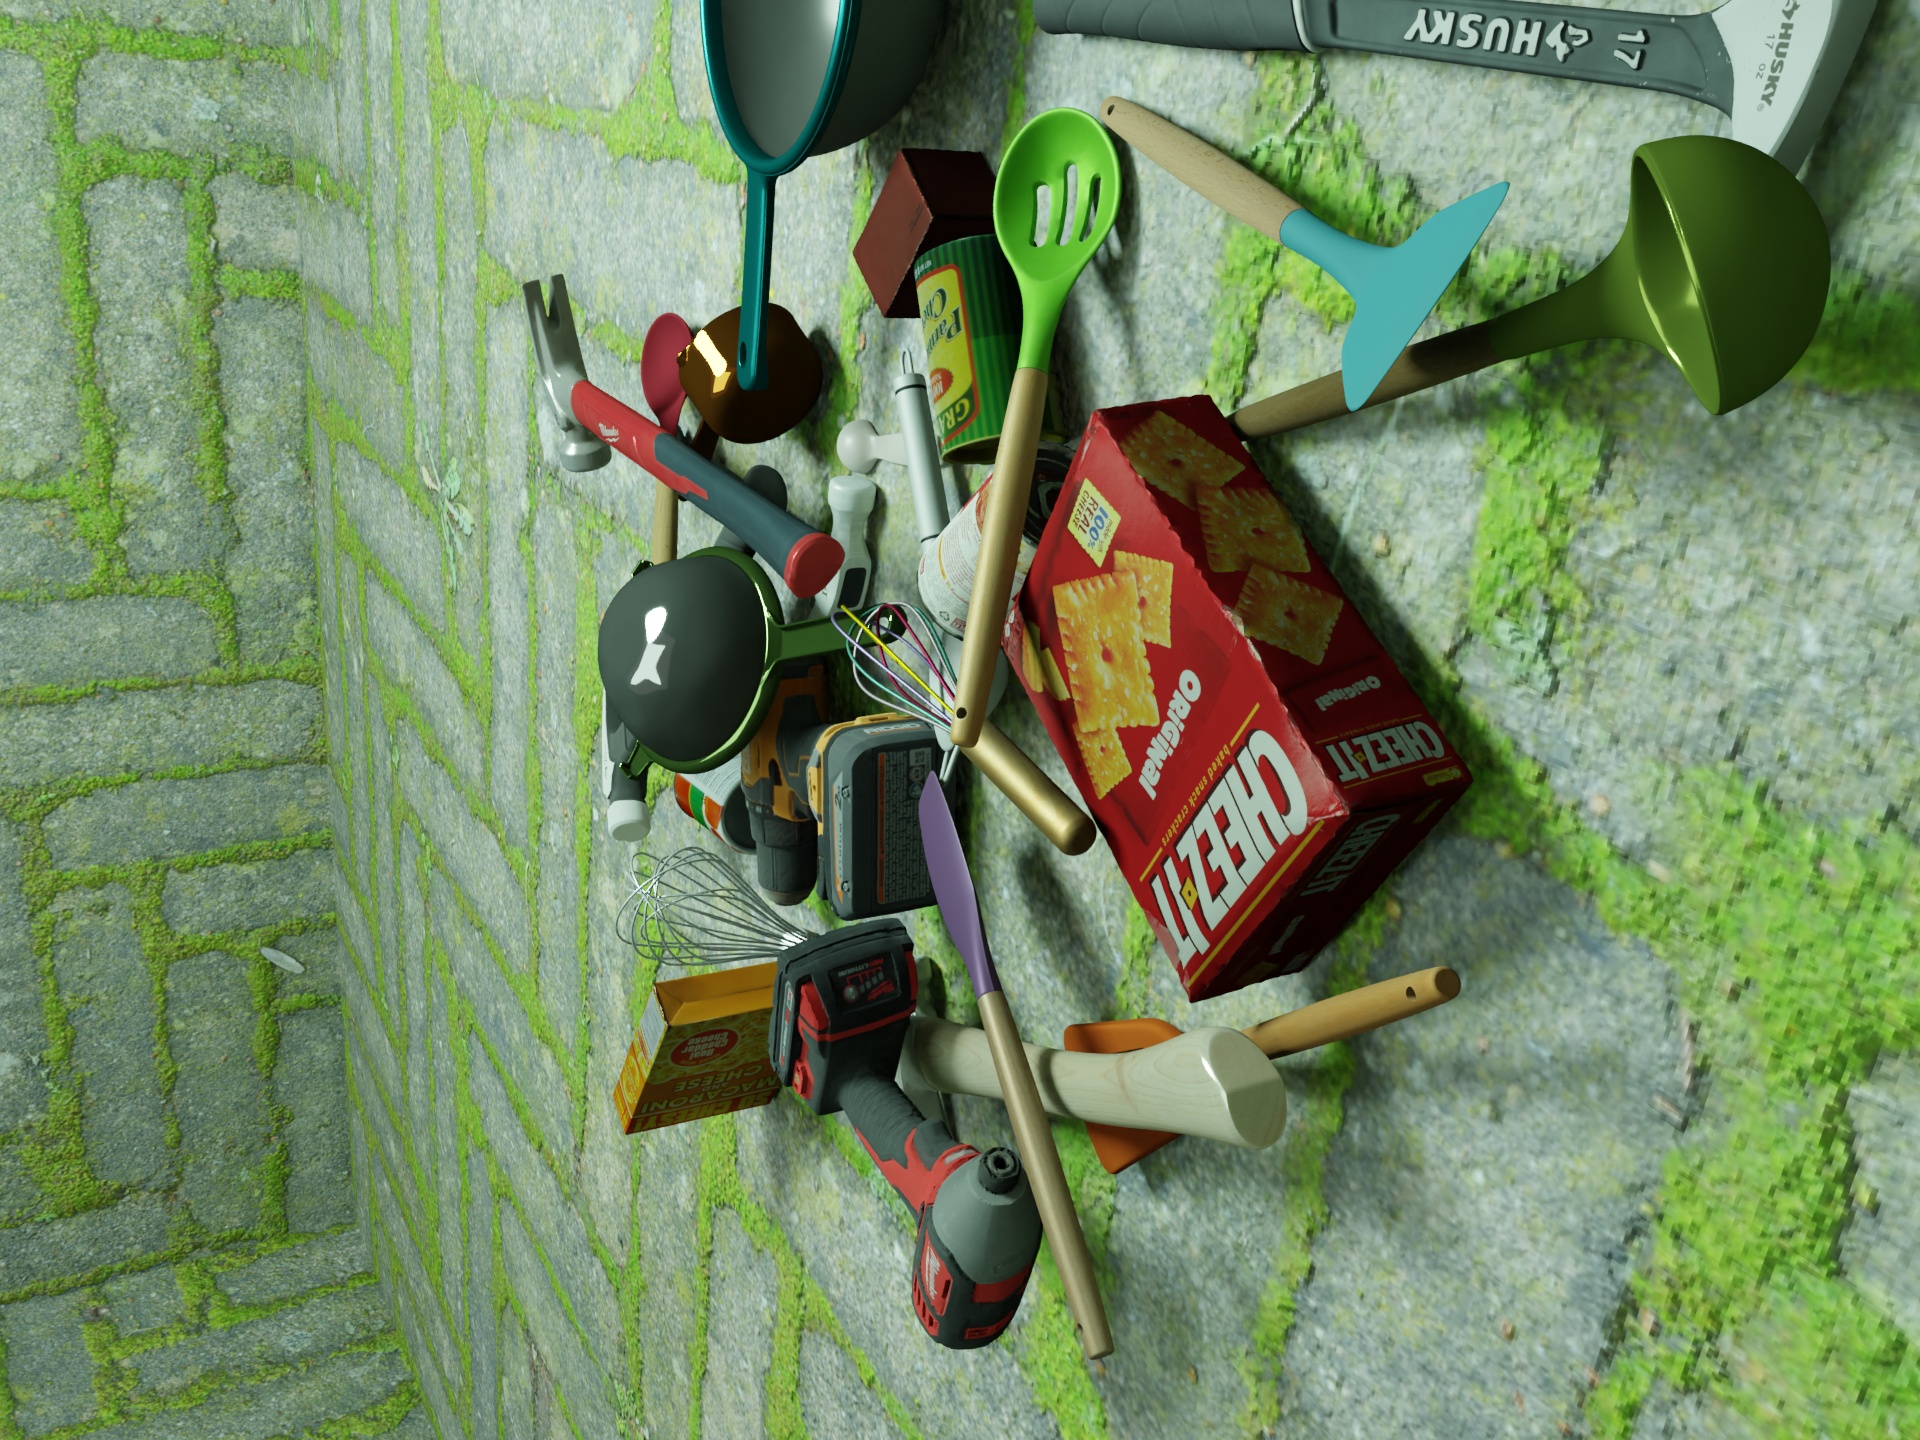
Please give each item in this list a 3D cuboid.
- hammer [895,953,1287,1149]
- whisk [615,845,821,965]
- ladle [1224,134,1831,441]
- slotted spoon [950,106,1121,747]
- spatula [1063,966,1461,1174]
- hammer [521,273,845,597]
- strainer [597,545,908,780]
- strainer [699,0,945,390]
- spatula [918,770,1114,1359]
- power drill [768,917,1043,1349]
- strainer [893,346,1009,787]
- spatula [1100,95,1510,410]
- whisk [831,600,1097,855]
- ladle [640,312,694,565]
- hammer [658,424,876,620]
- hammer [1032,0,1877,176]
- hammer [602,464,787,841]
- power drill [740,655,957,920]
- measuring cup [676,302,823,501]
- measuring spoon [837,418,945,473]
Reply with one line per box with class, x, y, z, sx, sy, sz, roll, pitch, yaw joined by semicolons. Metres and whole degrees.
hammer;0.046;0.198;0.842;0.410;0.038;0.146;161;98;-66
whisk;-0.112;0.130;0.958;0.070;0.284;0.070;-8;70;23
ladle;0.164;-0.125;0.560;0.320;0.062;0.078;1;112;70
slotted spoon;0.028;-0.141;0.758;0.070;0.031;0.314;5;80;31
spatula;0.125;0.149;0.716;0.322;0.041;0.081;129;127;-65
hammer;-0.189;-0.181;1.032;0.387;0.038;0.143;36;141;46
strainer;-0.146;-0.049;0.981;0.256;0.069;0.151;-7;76;40
strainer;-0.074;-0.354;0.908;0.211;0.095;0.340;47;137;48
spatula;0.022;0.166;0.814;0.059;0.018;0.316;109;149;-50
power drill;-0.027;0.222;0.885;0.220;0.078;0.143;53;146;38
strainer;-0.009;-0.092;0.906;0.087;0.050;0.258;144;118;-71
spatula;0.114;-0.209;0.629;0.082;0.044;0.318;-58;34;20
whisk;0.000;-0.002;0.820;0.245;0.051;0.047;45;151;47
ladle;-0.213;-0.166;1.155;0.069;0.031;0.316;-31;51;41
hammer;-0.153;-0.153;1.141;0.331;0.033;0.128;38;127;49
hammer;0.149;-0.267;0.616;0.409;0.036;0.149;38;129;50
hammer;-0.199;-0.061;1.150;0.334;0.035;0.146;-53;38;43
power drill;-0.085;0.059;1.038;0.226;0.084;0.185;28;121;58
measuring cup;-0.150;-0.195;1.065;0.052;0.095;0.173;54;135;24
measuring spoon;-0.044;-0.166;0.972;0.124;0.018;0.034;17;111;56
